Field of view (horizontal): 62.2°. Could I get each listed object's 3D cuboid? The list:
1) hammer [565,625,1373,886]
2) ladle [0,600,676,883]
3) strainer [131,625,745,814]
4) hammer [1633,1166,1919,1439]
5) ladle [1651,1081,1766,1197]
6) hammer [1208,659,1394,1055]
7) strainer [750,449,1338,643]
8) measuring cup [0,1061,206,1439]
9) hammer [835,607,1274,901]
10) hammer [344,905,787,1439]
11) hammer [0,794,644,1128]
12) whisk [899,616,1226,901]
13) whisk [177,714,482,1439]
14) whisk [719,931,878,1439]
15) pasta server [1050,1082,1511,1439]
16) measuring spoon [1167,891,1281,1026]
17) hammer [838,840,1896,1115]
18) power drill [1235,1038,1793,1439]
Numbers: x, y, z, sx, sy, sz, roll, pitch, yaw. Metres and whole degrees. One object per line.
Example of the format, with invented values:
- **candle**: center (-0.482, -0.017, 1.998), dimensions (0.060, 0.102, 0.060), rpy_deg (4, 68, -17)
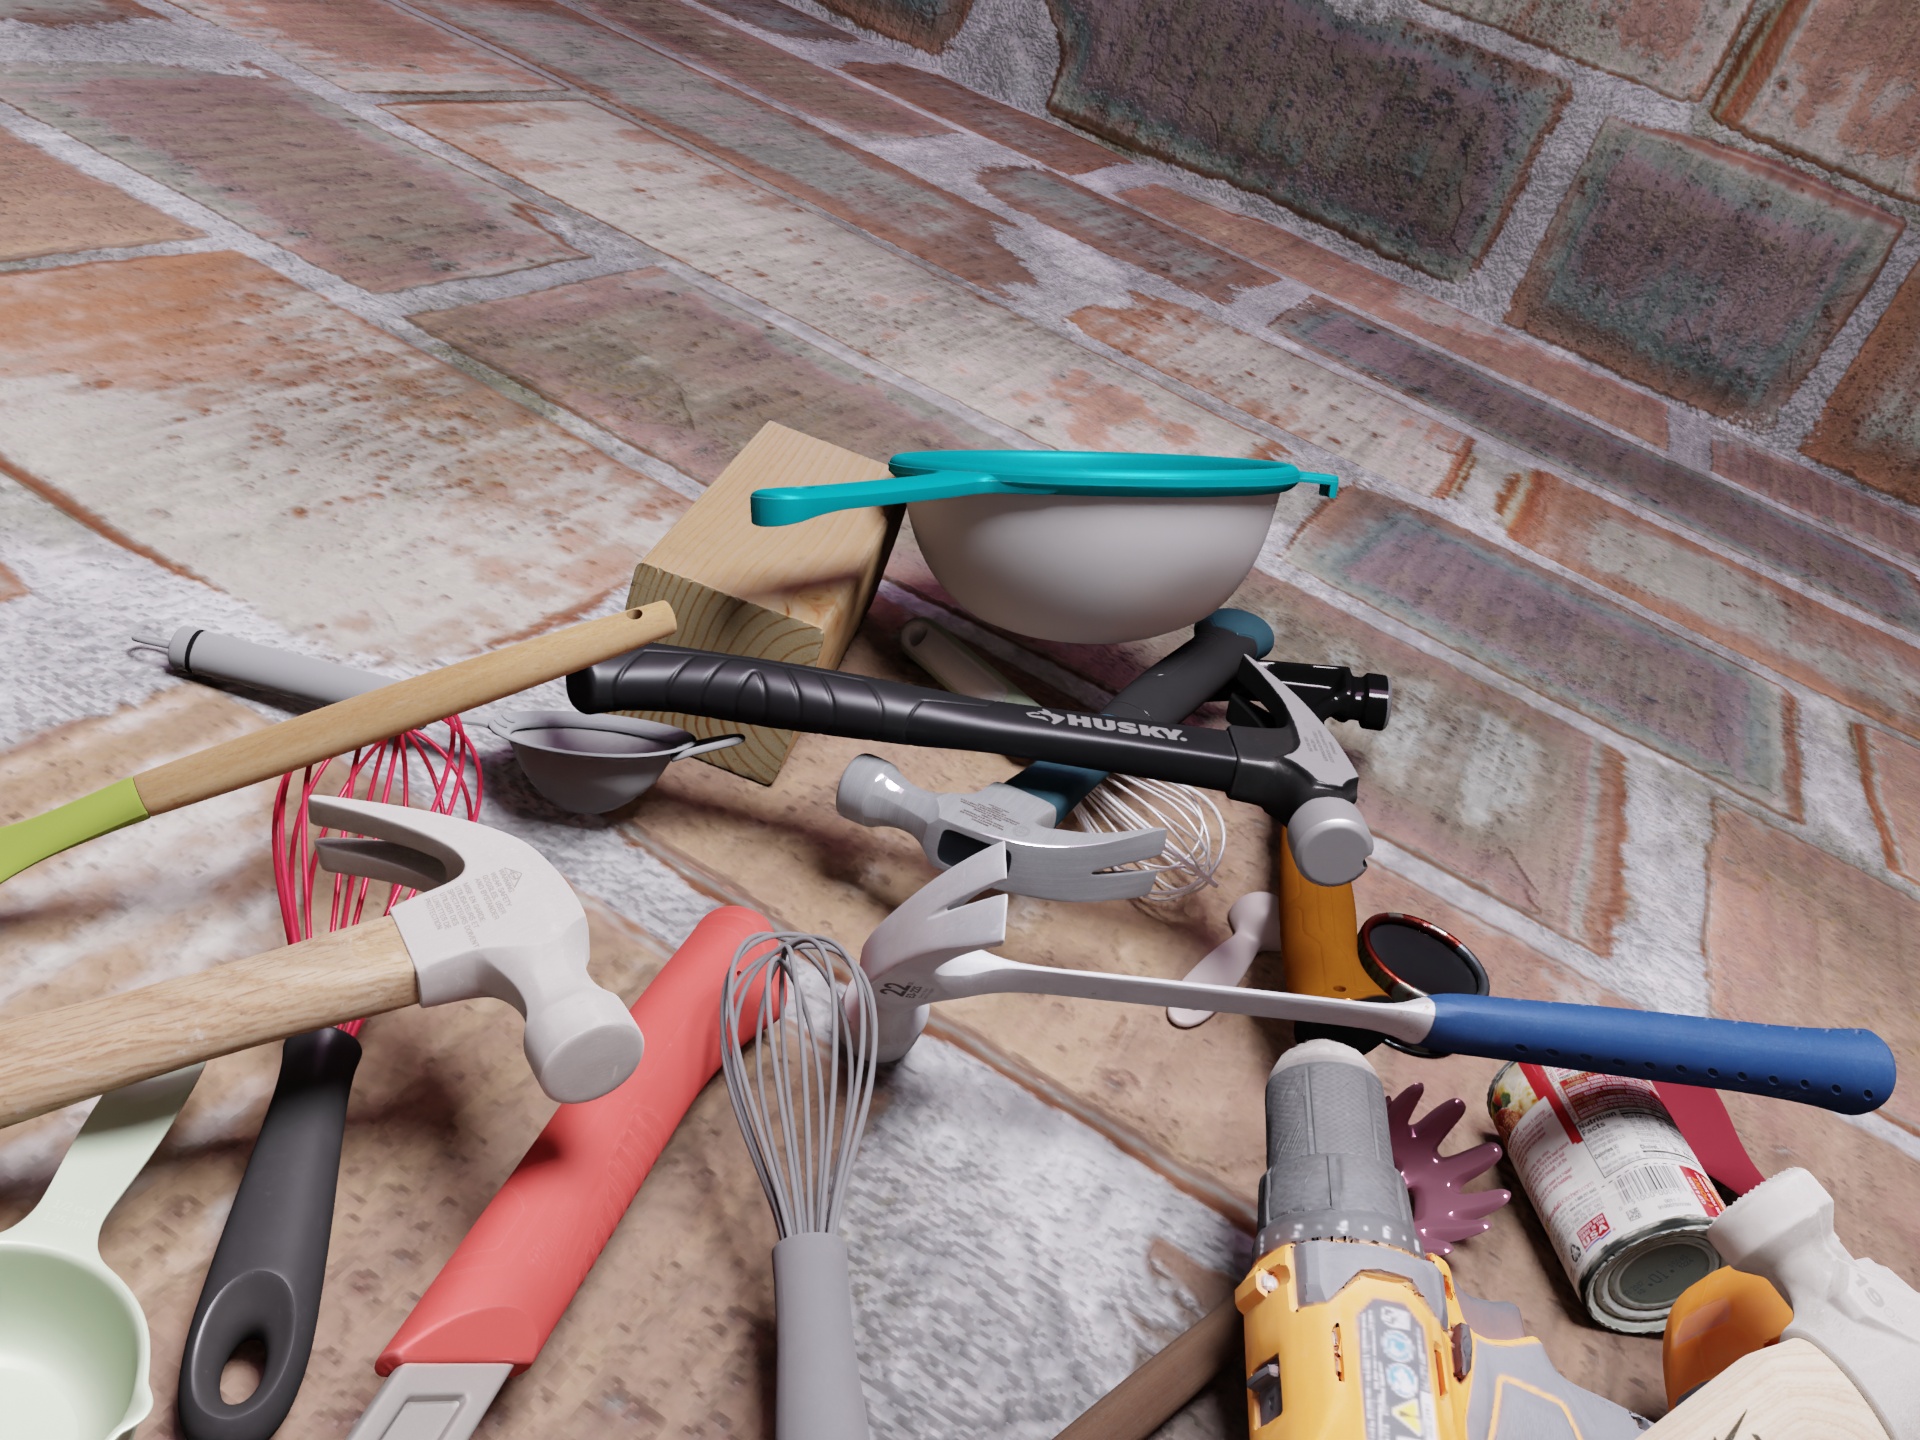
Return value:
- **hammer**: center (-0.001, -0.002, 0.678), dimensions (0.334, 0.035, 0.146), rpy_deg (8, 27, -5)
- **ladle**: center (-0.245, 0.007, 0.522), dimensions (0.320, 0.062, 0.078), rpy_deg (-22, 51, -22)
- **strainer**: center (-0.221, -0.002, 0.671), dimensions (0.258, 0.050, 0.087), rpy_deg (14, 9, -1)
- **hammer**: center (0.123, 0.247, 0.390), dimensions (0.410, 0.038, 0.146), rpy_deg (-15, 52, -25)
- **ladle**: center (0.391, 0.248, 0.677), dimensions (0.069, 0.031, 0.316), rpy_deg (-7, 42, -37)
- **hammer**: center (0.168, 0.052, 0.799), dimensions (0.127, 0.034, 0.337), rpy_deg (6, 28, 5)
- **strainer**: center (0.027, -0.080, 0.782), dimensions (0.211, 0.095, 0.340), rpy_deg (11, 17, 38)
- **measuring cup**: center (-0.238, 0.145, 0.421), dimensions (0.083, 0.038, 0.168), rpy_deg (17, 28, -9)
- **hammer**: center (0.080, 0.002, 0.776), dimensions (0.128, 0.033, 0.331), rpy_deg (23, 29, 21)
- **hammer**: center (-0.132, 0.149, 0.452), dimensions (0.149, 0.036, 0.359), rpy_deg (43, 26, -7)
- **hammer**: center (-0.262, 0.094, 0.415), dimensions (0.331, 0.031, 0.130), rpy_deg (-14, 41, -29)
- **whisk**: center (0.045, 0.012, 0.819), dimensions (0.247, 0.058, 0.059), rpy_deg (41, 4, 37)
- **whisk**: center (-0.203, 0.091, 0.515), dimensions (0.073, 0.073, 0.296), rpy_deg (12, 38, -18)
- **whisk**: center (-0.044, 0.163, 0.483), dimensions (0.055, 0.055, 0.239), rpy_deg (10, 45, -21)
- **pasta server**: center (0.095, 0.205, 0.541), dimensions (0.316, 0.040, 0.060), rpy_deg (-16, 61, -46)
- **measuring spoon**: center (0.127, 0.108, 0.739), dimensions (0.034, 0.018, 0.124), rpy_deg (33, 32, 18)
- **hammer**: center (0.164, 0.110, 0.595), dimensions (0.405, 0.144, 0.035), rpy_deg (8, 60, -11)
- **power drill**: center (0.198, 0.208, 0.524), dimensions (0.226, 0.084, 0.186), rpy_deg (14, 48, -11)
